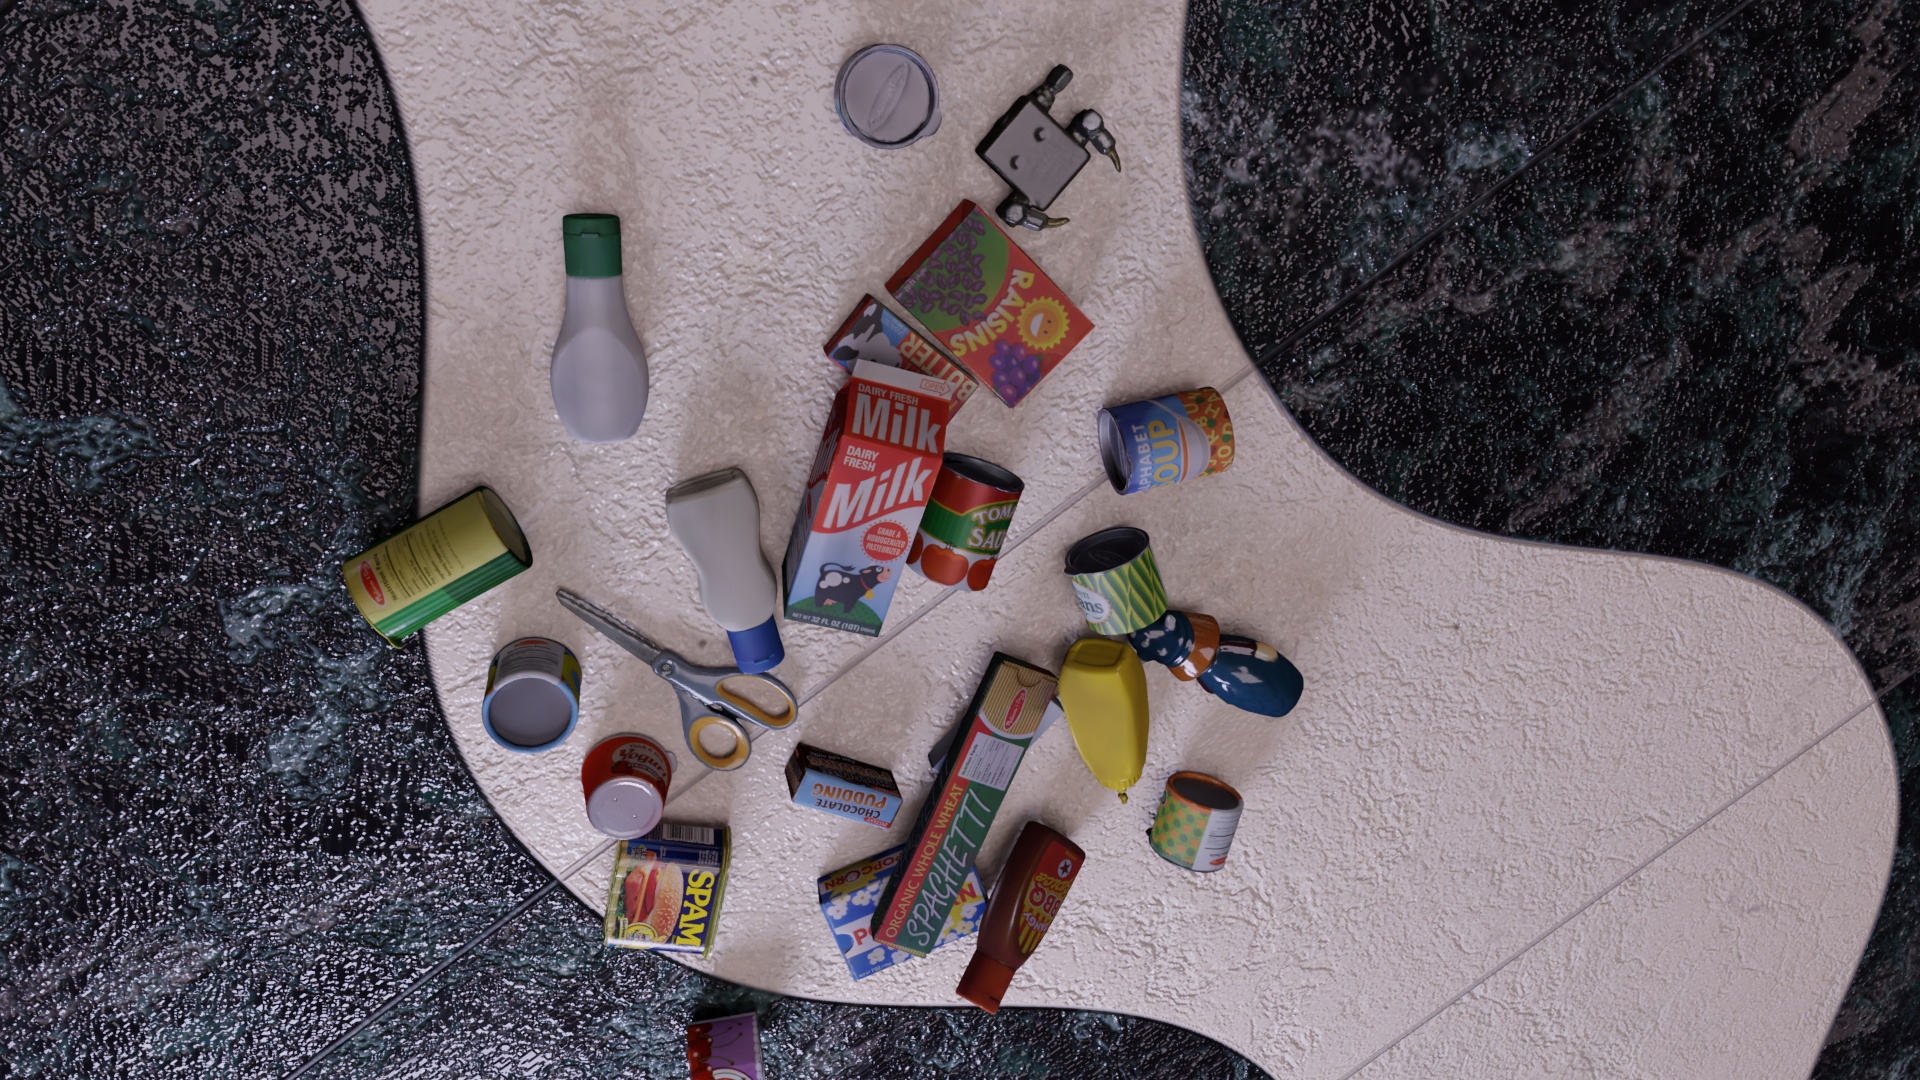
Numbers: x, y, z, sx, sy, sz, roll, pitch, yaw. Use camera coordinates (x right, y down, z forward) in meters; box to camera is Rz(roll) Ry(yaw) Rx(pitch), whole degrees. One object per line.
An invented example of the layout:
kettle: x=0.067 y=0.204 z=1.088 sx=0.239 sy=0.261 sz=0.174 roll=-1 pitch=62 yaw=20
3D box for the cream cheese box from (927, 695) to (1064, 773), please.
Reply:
cream cheese box: x=0.028 y=0.153 z=1.103 sx=0.053 sy=0.024 sz=0.103 roll=40 pitch=97 yaw=-24

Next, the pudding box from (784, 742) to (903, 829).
pudding box: x=-0.091 y=0.191 z=1.076 sx=0.084 sy=0.050 sz=0.030 roll=21 pitch=103 yaw=-19

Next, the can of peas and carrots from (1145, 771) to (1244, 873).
can of peas and carrots: x=0.193 y=0.231 z=1.151 sx=0.071 sy=0.071 sz=0.058 roll=9 pitch=108 yaw=-16

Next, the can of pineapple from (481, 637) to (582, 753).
can of pineapple: x=-0.305 y=0.112 z=0.992 sx=0.071 sy=0.058 sz=0.070 roll=-5 pitch=112 yaw=-12

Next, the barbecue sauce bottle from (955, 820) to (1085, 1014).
barbecue sauce bottle: x=0.046 y=0.305 z=1.120 sx=0.064 sy=0.043 sz=0.149 roll=44 pitch=68 yaw=-40

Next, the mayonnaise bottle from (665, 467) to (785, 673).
mayonnaise bottle: x=-0.164 y=0.025 z=1.002 sx=0.065 sy=0.041 sz=0.147 roll=-17 pitch=114 yaw=-9

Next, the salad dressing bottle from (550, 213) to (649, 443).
salad dressing bottle: x=-0.240 y=-0.141 z=0.920 sx=0.064 sy=0.044 sz=0.147 roll=-1 pitch=109 yaw=-11

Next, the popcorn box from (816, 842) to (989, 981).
popcorn box: x=-0.044 y=0.294 z=1.132 sx=0.127 sy=0.038 sz=0.085 roll=-21 pitch=115 yaw=-5

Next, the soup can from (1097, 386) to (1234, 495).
soup can: x=0.152 y=-0.073 z=1.021 sx=0.084 sy=0.071 sz=0.071 roll=-13 pitch=113 yaw=-8

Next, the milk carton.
milk carton: x=-0.066 y=-0.034 z=0.967 sx=0.072 sy=0.074 sz=0.189 roll=12 pitch=117 yaw=-15

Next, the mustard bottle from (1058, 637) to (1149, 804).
mustard bottle: x=0.119 y=0.150 z=1.104 sx=0.065 sy=0.049 sz=0.159 roll=7 pitch=129 yaw=26

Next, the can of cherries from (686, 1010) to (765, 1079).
can of cherries: x=-0.190 y=0.424 z=1.129 sx=0.058 sy=0.072 sz=0.071 roll=-6 pitch=112 yaw=-10

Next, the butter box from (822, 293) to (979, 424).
butter box: x=-0.041 y=-0.122 z=0.983 sx=0.103 sy=0.024 sz=0.053 roll=37 pitch=99 yaw=-22

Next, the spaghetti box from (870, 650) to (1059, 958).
spaghetti box: x=0.001 y=0.206 z=1.077 sx=0.050 sy=0.029 sz=0.249 roll=22 pitch=99 yaw=-16

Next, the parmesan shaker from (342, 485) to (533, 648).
parmesan shaker: x=-0.350 y=0.017 z=0.940 sx=0.103 sy=0.071 sz=0.071 roll=-29 pitch=114 yaw=-2

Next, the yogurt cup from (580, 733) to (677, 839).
yogurt cup: x=-0.249 y=0.186 z=1.035 sx=0.072 sy=0.054 sz=0.072 roll=-4 pitch=111 yaw=-11

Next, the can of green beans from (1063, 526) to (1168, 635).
can of green beans: x=0.119 y=0.031 z=1.056 sx=0.071 sy=0.071 sz=0.057 roll=-22 pitch=114 yaw=-4

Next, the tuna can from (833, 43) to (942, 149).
tuna can: x=-0.047 y=-0.291 z=0.913 sx=0.071 sy=0.033 sz=0.070 roll=-4 pitch=111 yaw=-11

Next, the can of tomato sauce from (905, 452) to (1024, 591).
can of tomato sauce: x=0.004 y=-0.013 z=1.010 sx=0.071 sy=0.071 sz=0.082 roll=14 pitch=107 yaw=-18

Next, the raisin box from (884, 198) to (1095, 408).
raisin box: x=0.021 y=-0.165 z=0.974 sx=0.086 sy=0.040 sz=0.123 roll=-46 pitch=114 yaw=5
